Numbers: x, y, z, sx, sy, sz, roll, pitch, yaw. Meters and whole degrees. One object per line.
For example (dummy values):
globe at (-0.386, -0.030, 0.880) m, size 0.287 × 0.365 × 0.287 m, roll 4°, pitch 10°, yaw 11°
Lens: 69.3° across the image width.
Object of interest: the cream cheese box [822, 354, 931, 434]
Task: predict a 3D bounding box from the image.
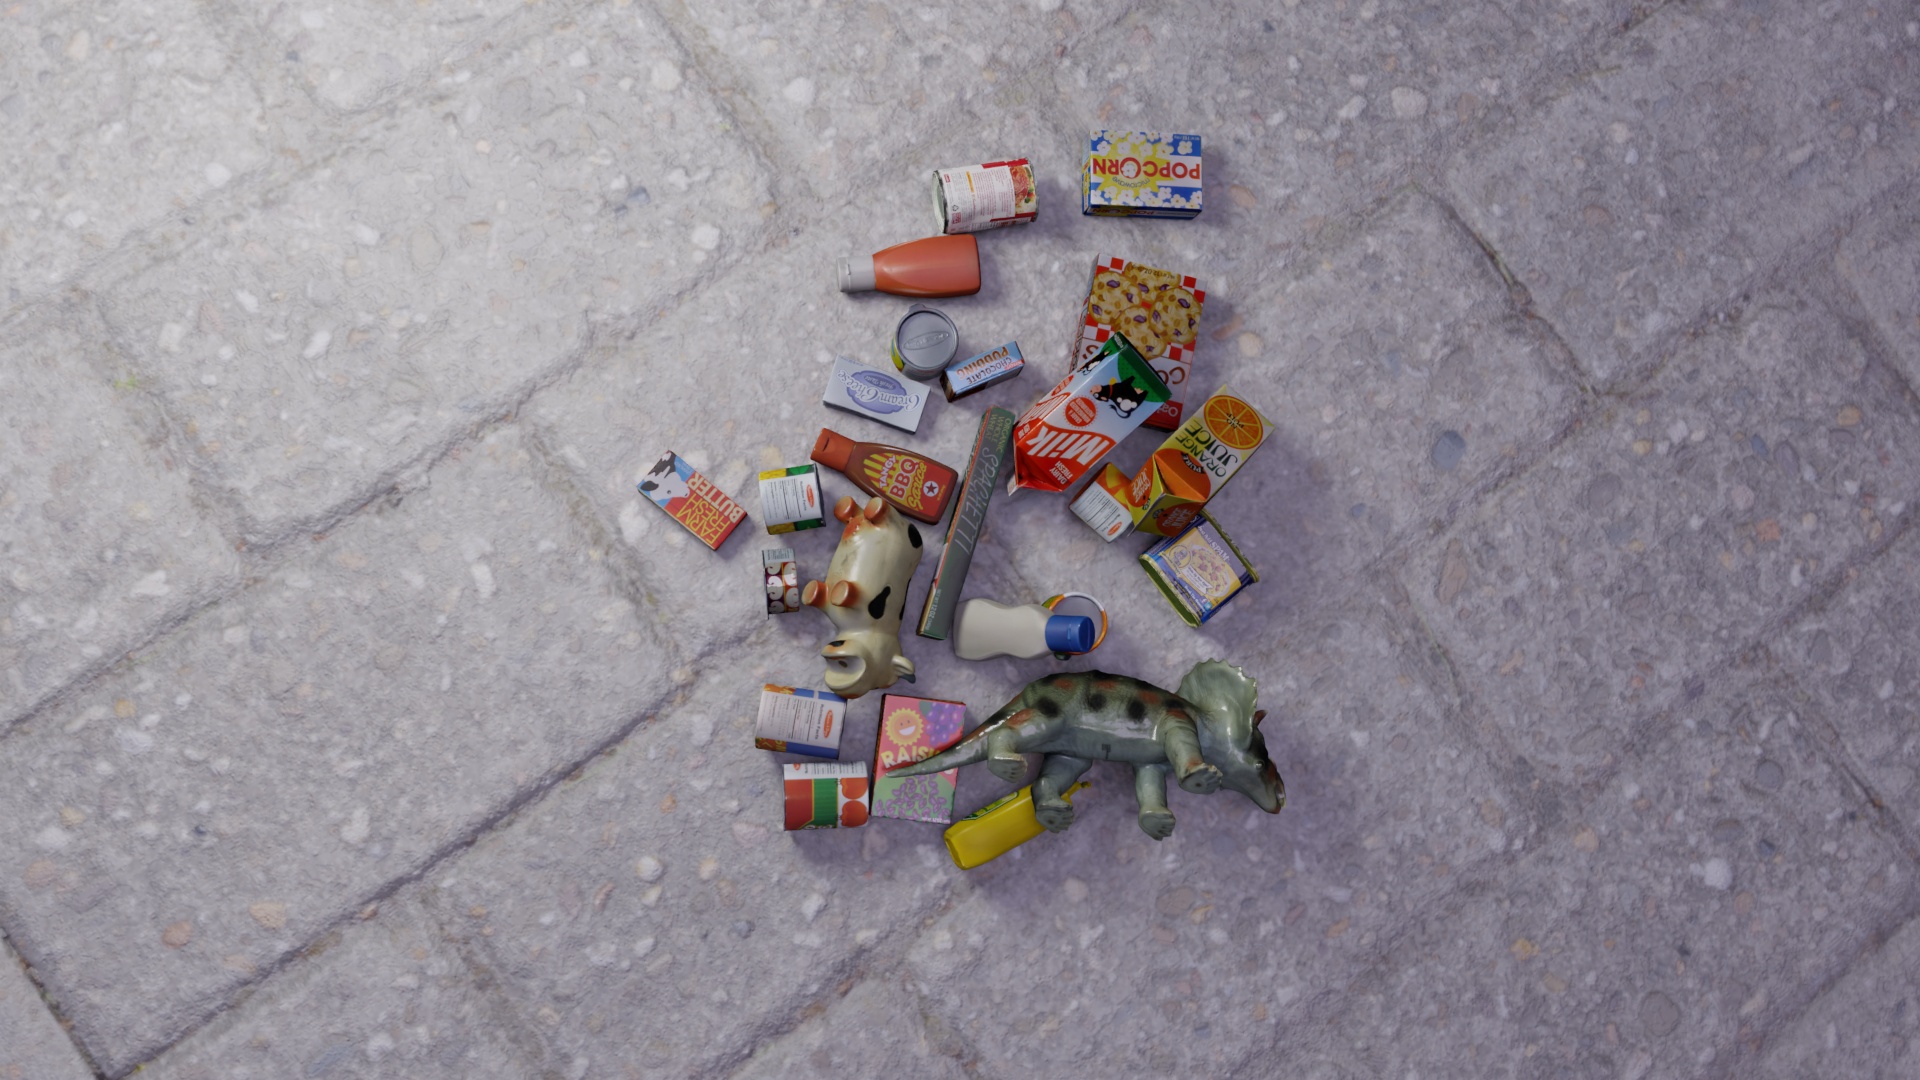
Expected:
cream cheese box at (-0.088, -0.151, 1.450) m, size 0.104 × 0.024 × 0.053 m, roll 18°, pitch 84°, yaw -6°

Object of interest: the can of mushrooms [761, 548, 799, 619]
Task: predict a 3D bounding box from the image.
can of mushrooms at (-0.181, 0.043, 1.397) m, size 0.033 × 0.071 × 0.071 m, roll -5°, pitch 85°, yaw -9°

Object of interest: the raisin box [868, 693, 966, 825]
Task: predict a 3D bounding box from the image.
raisin box at (-0.044, 0.221, 1.412) m, size 0.086 × 0.040 × 0.123 m, roll 8°, pitch 85°, yaw -7°

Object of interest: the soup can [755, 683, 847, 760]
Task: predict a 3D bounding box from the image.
soup can at (-0.158, 0.181, 1.386) m, size 0.084 × 0.071 × 0.071 m, roll 9°, pitch 84°, yaw -2°

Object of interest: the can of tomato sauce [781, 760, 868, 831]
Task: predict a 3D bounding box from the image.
can of tomato sauce at (-0.135, 0.256, 1.382) m, size 0.083 × 0.071 × 0.071 m, roll -1°, pitch 85°, yaw -9°

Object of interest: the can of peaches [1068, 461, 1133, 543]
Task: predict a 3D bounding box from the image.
can of peaches at (0.156, -0.041, 1.453) m, size 0.058 × 0.071 × 0.071 m, roll 41°, pitch 81°, yaw -2°

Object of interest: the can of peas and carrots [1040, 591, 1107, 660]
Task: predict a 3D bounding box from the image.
can of peas and carrots at (0.114, 0.089, 1.436) m, size 0.071 × 0.058 × 0.071 m, roll 1°, pitch 84°, yaw -7°

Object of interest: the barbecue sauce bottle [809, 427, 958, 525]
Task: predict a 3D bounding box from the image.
barbecue sauce bottle at (-0.080, -0.071, 1.433) m, size 0.148 × 0.043 × 0.065 m, roll 23°, pitch 83°, yaw -5°

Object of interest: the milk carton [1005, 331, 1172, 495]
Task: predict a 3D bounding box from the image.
milk carton at (0.118, -0.119, 1.420) m, size 0.190 × 0.072 × 0.073 m, roll -41°, pitch 105°, yaw 13°

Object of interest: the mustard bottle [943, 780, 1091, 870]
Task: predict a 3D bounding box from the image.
mustard bottle at (0.062, 0.279, 1.411) m, size 0.161 × 0.065 × 0.049 m, roll -25°, pitch 87°, yaw -16°

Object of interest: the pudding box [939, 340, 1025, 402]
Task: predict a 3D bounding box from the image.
pudding box at (0.023, -0.176, 1.454) m, size 0.084 × 0.049 × 0.030 m, roll -24°, pitch 87°, yaw -9°

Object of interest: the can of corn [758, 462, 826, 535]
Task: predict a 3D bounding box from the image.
can of corn at (-0.170, -0.041, 1.407) m, size 0.058 × 0.071 × 0.071 m, roll -9°, pitch 86°, yaw -3°

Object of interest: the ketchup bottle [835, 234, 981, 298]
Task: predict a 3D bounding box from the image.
ketchup bottle at (-0.055, -0.284, 1.458) m, size 0.149 × 0.043 × 0.065 m, roll -6°, pitch 85°, yaw -8°

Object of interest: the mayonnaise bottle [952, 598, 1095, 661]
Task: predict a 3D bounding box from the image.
mayonnaise bottle at (0.062, 0.092, 1.396) m, size 0.148 × 0.041 × 0.064 m, roll 0°, pitch 87°, yaw 34°

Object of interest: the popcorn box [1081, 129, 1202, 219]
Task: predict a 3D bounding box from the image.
popcorn box at (0.197, -0.396, 1.506) m, size 0.127 × 0.038 × 0.085 m, roll 1°, pitch 85°, yaw -8°

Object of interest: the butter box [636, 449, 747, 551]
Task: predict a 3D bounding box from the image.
butter box at (-0.272, -0.040, 1.413) m, size 0.103 × 0.024 × 0.053 m, roll 39°, pitch 81°, yaw -2°

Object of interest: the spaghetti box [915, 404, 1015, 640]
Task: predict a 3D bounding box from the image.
spaghetti box at (0.005, -0.018, 1.436) m, size 0.029 × 0.050 × 0.250 m, roll 18°, pitch 82°, yaw -8°

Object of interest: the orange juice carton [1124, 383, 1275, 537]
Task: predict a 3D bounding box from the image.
orange juice carton at (0.235, -0.073, 1.419) m, size 0.073 × 0.071 × 0.194 m, roll 43°, pitch 53°, yaw 7°

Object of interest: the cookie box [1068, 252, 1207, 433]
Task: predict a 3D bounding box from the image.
cookie box at (0.186, -0.210, 1.485) m, size 0.123 × 0.040 × 0.167 m, roll 13°, pitch 83°, yaw -6°

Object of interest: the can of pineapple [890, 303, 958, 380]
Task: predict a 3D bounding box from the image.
can of pineapple at (-0.038, -0.205, 1.445) m, size 0.071 × 0.058 × 0.071 m, roll 1°, pitch 84°, yaw -8°
